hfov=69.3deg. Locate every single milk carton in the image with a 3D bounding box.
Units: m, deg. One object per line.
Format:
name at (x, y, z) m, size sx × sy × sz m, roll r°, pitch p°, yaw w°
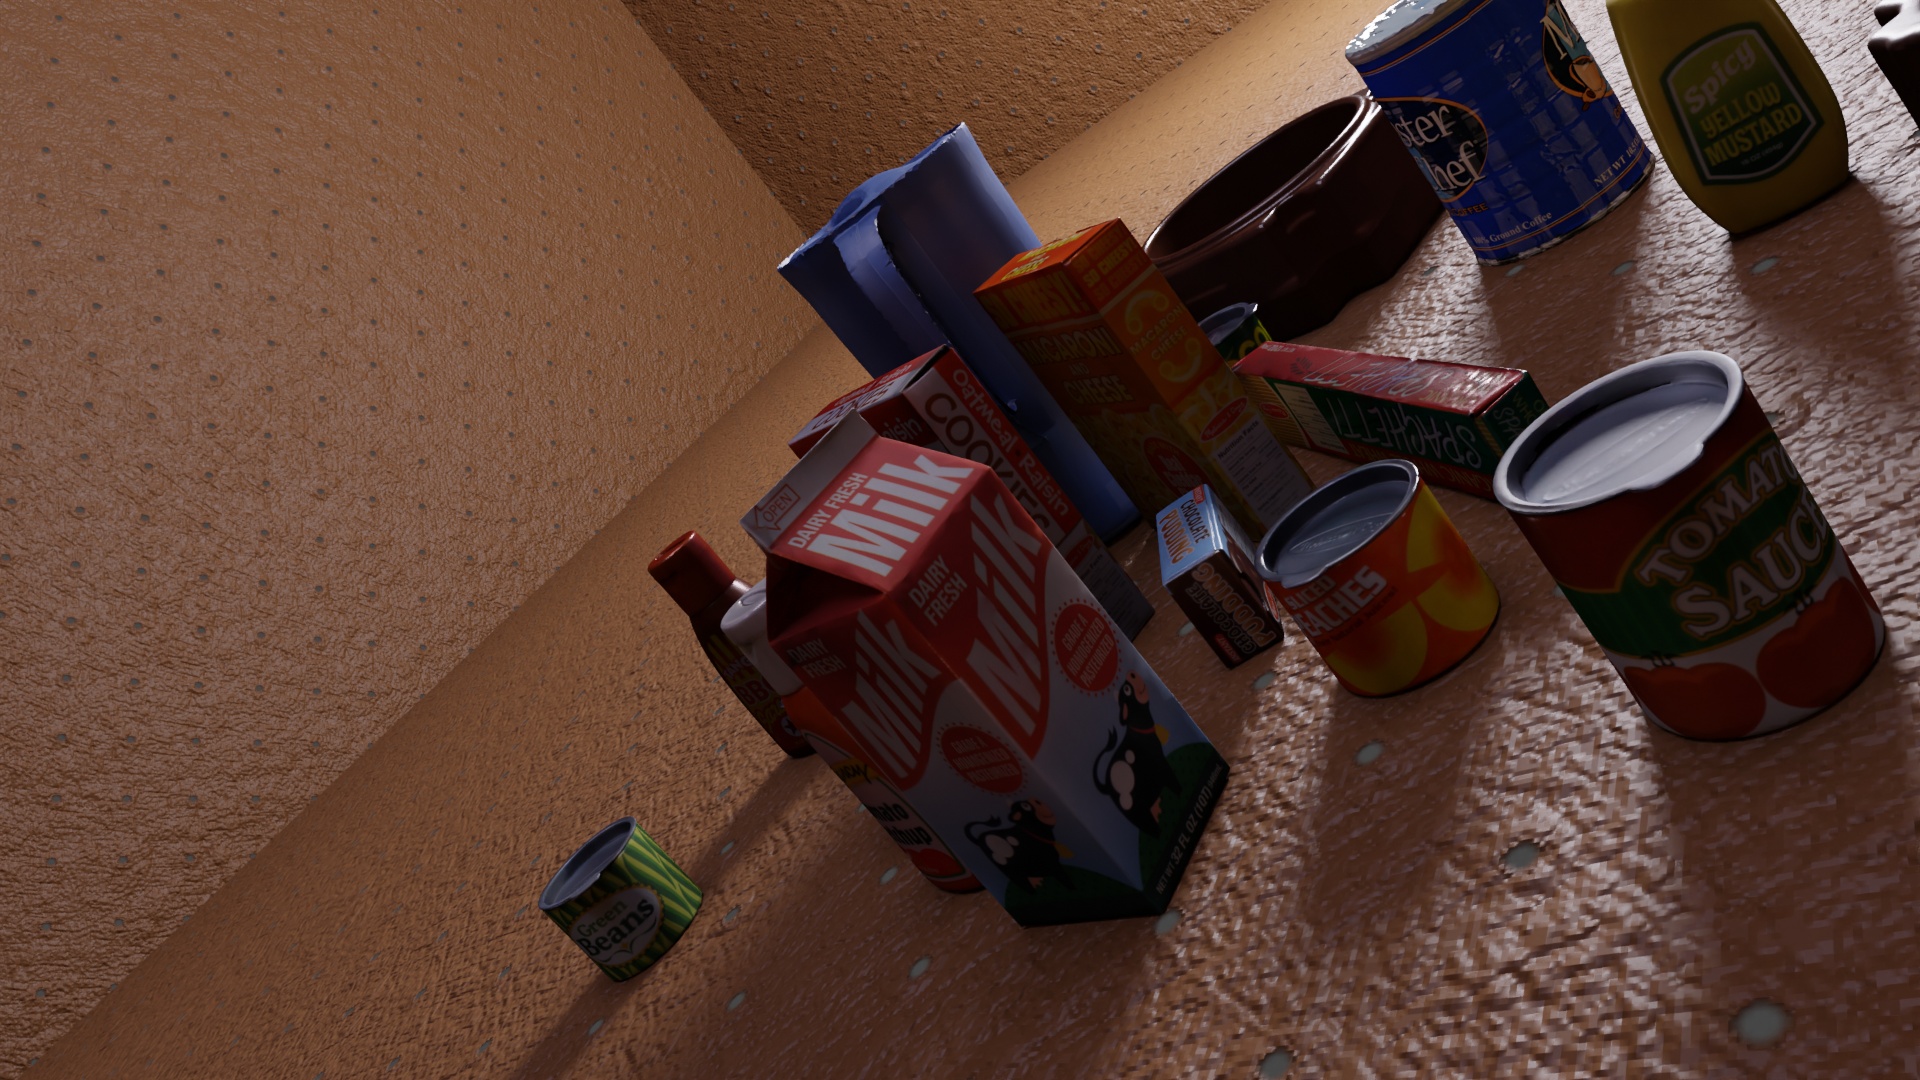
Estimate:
milk carton at (0.004, 0.044, 0.491) m, size 0.073 × 0.190 × 0.073 m, roll -23°, pitch 21°, yaw 46°

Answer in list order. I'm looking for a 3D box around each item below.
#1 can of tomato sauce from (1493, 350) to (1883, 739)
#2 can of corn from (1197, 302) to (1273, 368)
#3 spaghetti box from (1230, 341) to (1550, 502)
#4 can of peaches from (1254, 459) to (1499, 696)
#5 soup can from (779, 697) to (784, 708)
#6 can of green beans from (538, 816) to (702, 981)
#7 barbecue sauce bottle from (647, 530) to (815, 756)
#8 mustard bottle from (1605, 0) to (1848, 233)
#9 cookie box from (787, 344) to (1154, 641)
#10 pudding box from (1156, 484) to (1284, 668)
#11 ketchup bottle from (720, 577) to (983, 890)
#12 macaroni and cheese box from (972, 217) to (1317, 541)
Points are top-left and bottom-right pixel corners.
can of tomato sauce at (0.196, 0.002, 0.372) m, size 0.071 × 0.083 × 0.071 m, roll -36°, pitch 15°, yaw 11°
can of corn at (0.157, -0.096, 0.803) m, size 0.071 × 0.058 × 0.071 m, roll -36°, pitch 15°, yaw 11°
spaghetti box at (0.190, -0.058, 0.630) m, size 0.029 × 0.050 × 0.250 m, roll -39°, pitch 15°, yaw -2°
can of peaches at (0.148, 0.015, 0.497) m, size 0.071 × 0.058 × 0.071 m, roll -36°, pitch 15°, yaw 11°
soup can at (-0.033, 0.088, 0.657) m, size 0.071 × 0.083 × 0.071 m, roll -36°, pitch 15°, yaw 11°
can of green beans at (-0.183, 0.193, 0.750) m, size 0.071 × 0.057 × 0.071 m, roll -36°, pitch 15°, yaw 11°
barbecue sauce bottle at (-0.124, 0.060, 0.829) m, size 0.064 × 0.148 × 0.044 m, roll -29°, pitch 18°, yaw 35°
mustard bottle at (0.307, -0.207, 0.577) m, size 0.065 × 0.160 × 0.049 m, roll -30°, pitch 17°, yaw 30°
cookie box at (0.002, -0.009, 0.697) m, size 0.040 × 0.167 × 0.122 m, roll -47°, pitch 17°, yaw -29°
pudding box at (0.111, 0.013, 0.605) m, size 0.030 × 0.049 × 0.084 m, roll -34°, pitch 15°, yaw 17°
ketchup bottle at (-0.037, 0.077, 0.570) m, size 0.044 × 0.148 × 0.064 m, roll -46°, pitch 16°, yaw -27°
macaroni and cheese box at (0.089, -0.077, 0.696) m, size 0.040 × 0.166 × 0.123 m, roll -42°, pitch 15°, yaw -12°
